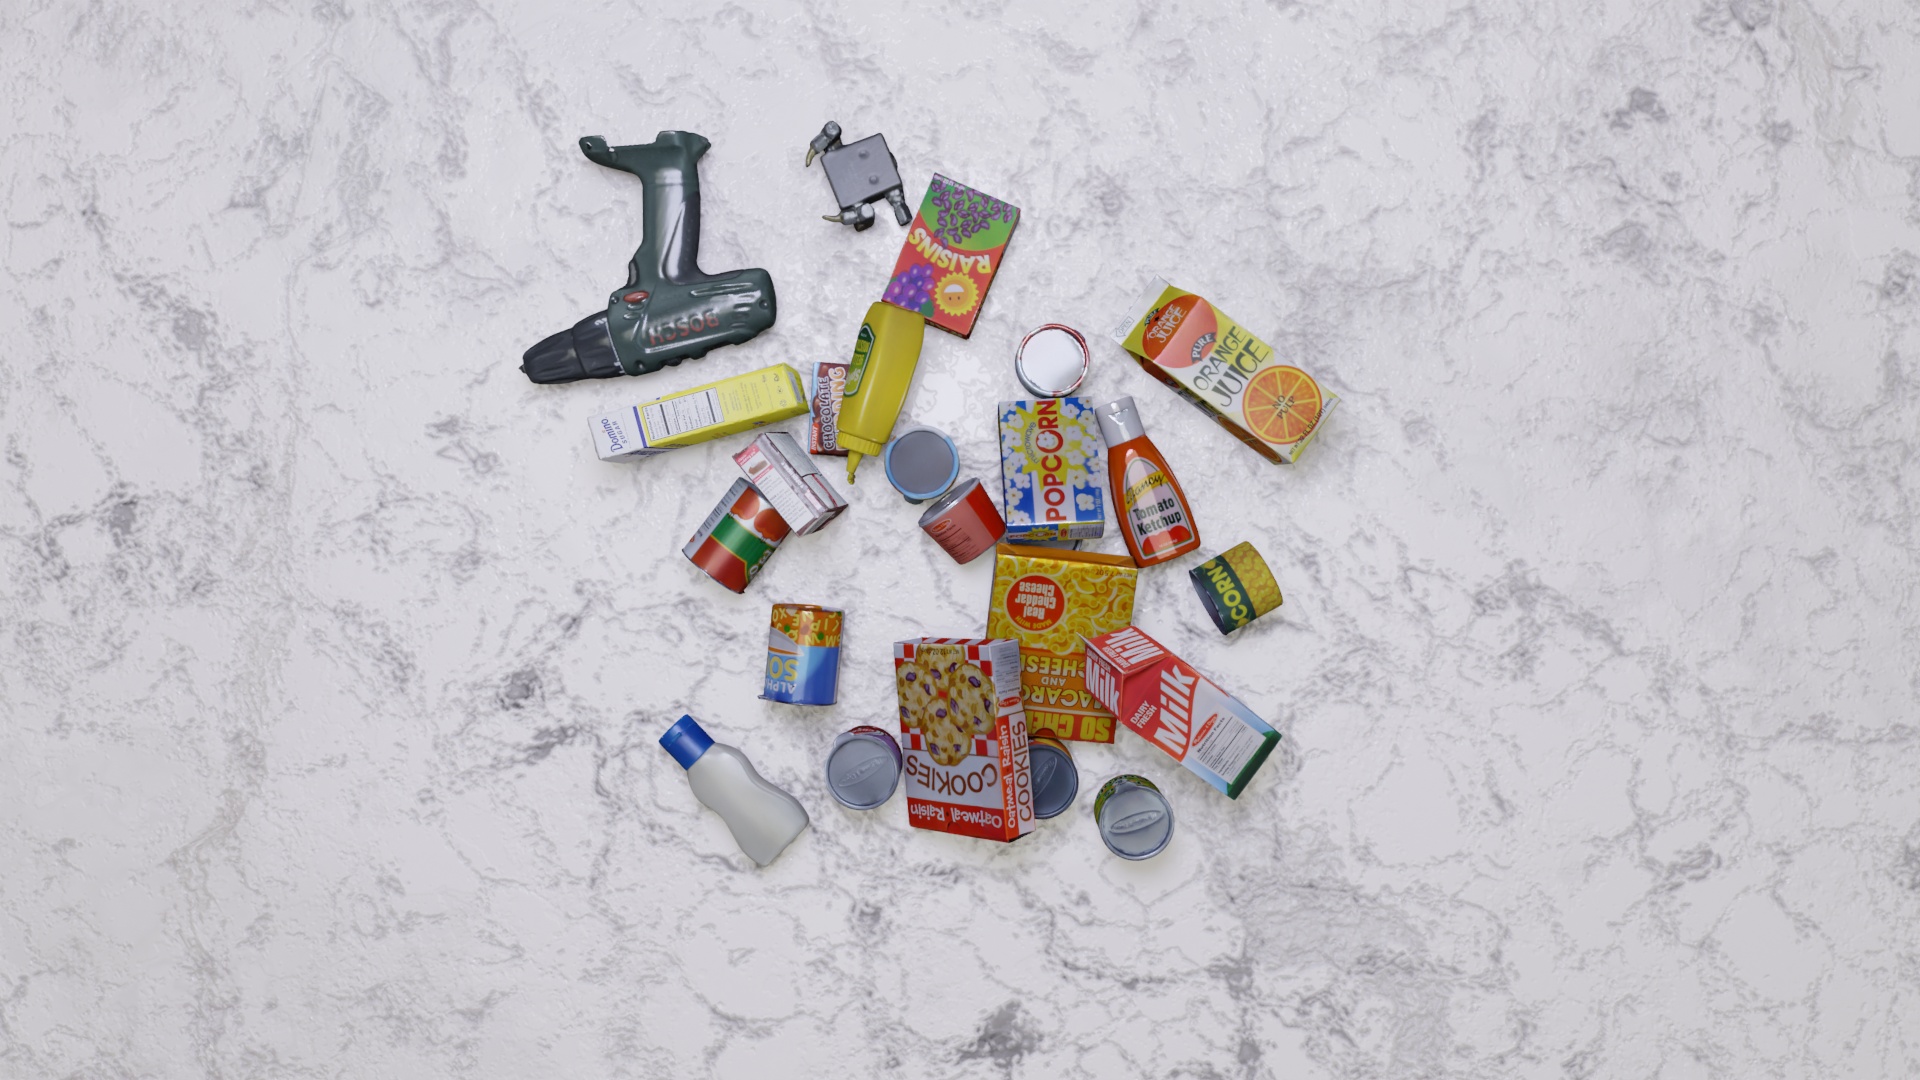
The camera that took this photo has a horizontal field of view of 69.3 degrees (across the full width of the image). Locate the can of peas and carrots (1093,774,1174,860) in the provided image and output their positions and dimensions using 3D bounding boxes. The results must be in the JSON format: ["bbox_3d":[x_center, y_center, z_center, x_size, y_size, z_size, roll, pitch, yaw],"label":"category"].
[{"bbox_3d":[0.152,0.243,1.234,0.071,0.059,0.071,0,91,0],"label":"can of peas and carrots"}]

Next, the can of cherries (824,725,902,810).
[{"bbox_3d":[-0.086,0.198,1.235,0.071,0.058,0.071,0,92,1],"label":"can of cherries"}]

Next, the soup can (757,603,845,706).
[{"bbox_3d":[-0.141,0.100,1.228,0.071,0.071,0.083,5,91,0],"label":"soup can"}]

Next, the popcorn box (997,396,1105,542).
[{"bbox_3d":[0.078,-0.062,1.215,0.085,0.038,0.127,-3,64,1],"label":"popcorn box"}]

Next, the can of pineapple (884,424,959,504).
[{"bbox_3d":[-0.034,-0.067,1.230,0.071,0.058,0.071,0,91,0],"label":"can of pineapple"}]

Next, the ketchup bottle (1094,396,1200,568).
[{"bbox_3d":[0.161,-0.053,1.237,0.065,0.043,0.148,-20,90,0],"label":"ketchup bottle"}]

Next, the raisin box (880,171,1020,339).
[{"bbox_3d":[-0.009,-0.252,1.237,0.086,0.040,0.123,23,90,0],"label":"raisin box"}]

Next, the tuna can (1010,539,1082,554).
[{"bbox_3d":[0.077,-0.004,1.243,0.071,0.033,0.071,0,91,0],"label":"tuna can"}]

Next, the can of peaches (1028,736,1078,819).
[{"bbox_3d":[0.068,0.207,1.235,0.071,0.058,0.071,0,92,1],"label":"can of peaches"}]

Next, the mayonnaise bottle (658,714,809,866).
[{"bbox_3d":[-0.206,0.220,1.245,0.065,0.041,0.148,-45,89,-1],"label":"mayonnaise bottle"}]

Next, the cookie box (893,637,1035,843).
[{"bbox_3d":[0.001,0.170,1.207,0.123,0.040,0.167,-4,92,45],"label":"cookie box"}]

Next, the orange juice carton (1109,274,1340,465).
[{"bbox_3d":[0.229,-0.150,1.220,0.193,0.073,0.072,36,91,0],"label":"orange juice carton"}]

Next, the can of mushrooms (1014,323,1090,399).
[{"bbox_3d":[0.084,-0.162,1.241,0.071,0.033,0.071,0,91,1],"label":"can of mushrooms"}]

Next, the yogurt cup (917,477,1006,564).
[{"bbox_3d":[0.004,-0.015,1.229,0.072,0.072,0.054,-38,99,1],"label":"yogurt cup"}]

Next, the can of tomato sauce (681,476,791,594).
[{"bbox_3d":[-0.193,-0.003,1.229,0.071,0.071,0.083,38,91,0],"label":"can of tomato sauce"}]

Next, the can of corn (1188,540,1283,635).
[{"bbox_3d":[0.243,0.041,1.224,0.058,0.071,0.071,-28,91,0],"label":"can of corn"}]

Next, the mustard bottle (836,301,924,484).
[{"bbox_3d":[-0.075,-0.125,1.199,0.049,0.065,0.160,15,95,-23],"label":"mustard bottle"}]

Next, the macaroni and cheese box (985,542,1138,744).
[{"bbox_3d":[0.084,0.092,1.223,0.124,0.040,0.166,6,105,0],"label":"macaroni and cheese box"}]

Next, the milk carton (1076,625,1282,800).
[{"bbox_3d":[0.178,0.138,1.189,0.190,0.072,0.073,36,92,-28],"label":"milk carton"}]

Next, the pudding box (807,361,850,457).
[{"bbox_3d":[-0.110,-0.117,1.244,0.050,0.030,0.083,5,91,1],"label":"pudding box"}]
